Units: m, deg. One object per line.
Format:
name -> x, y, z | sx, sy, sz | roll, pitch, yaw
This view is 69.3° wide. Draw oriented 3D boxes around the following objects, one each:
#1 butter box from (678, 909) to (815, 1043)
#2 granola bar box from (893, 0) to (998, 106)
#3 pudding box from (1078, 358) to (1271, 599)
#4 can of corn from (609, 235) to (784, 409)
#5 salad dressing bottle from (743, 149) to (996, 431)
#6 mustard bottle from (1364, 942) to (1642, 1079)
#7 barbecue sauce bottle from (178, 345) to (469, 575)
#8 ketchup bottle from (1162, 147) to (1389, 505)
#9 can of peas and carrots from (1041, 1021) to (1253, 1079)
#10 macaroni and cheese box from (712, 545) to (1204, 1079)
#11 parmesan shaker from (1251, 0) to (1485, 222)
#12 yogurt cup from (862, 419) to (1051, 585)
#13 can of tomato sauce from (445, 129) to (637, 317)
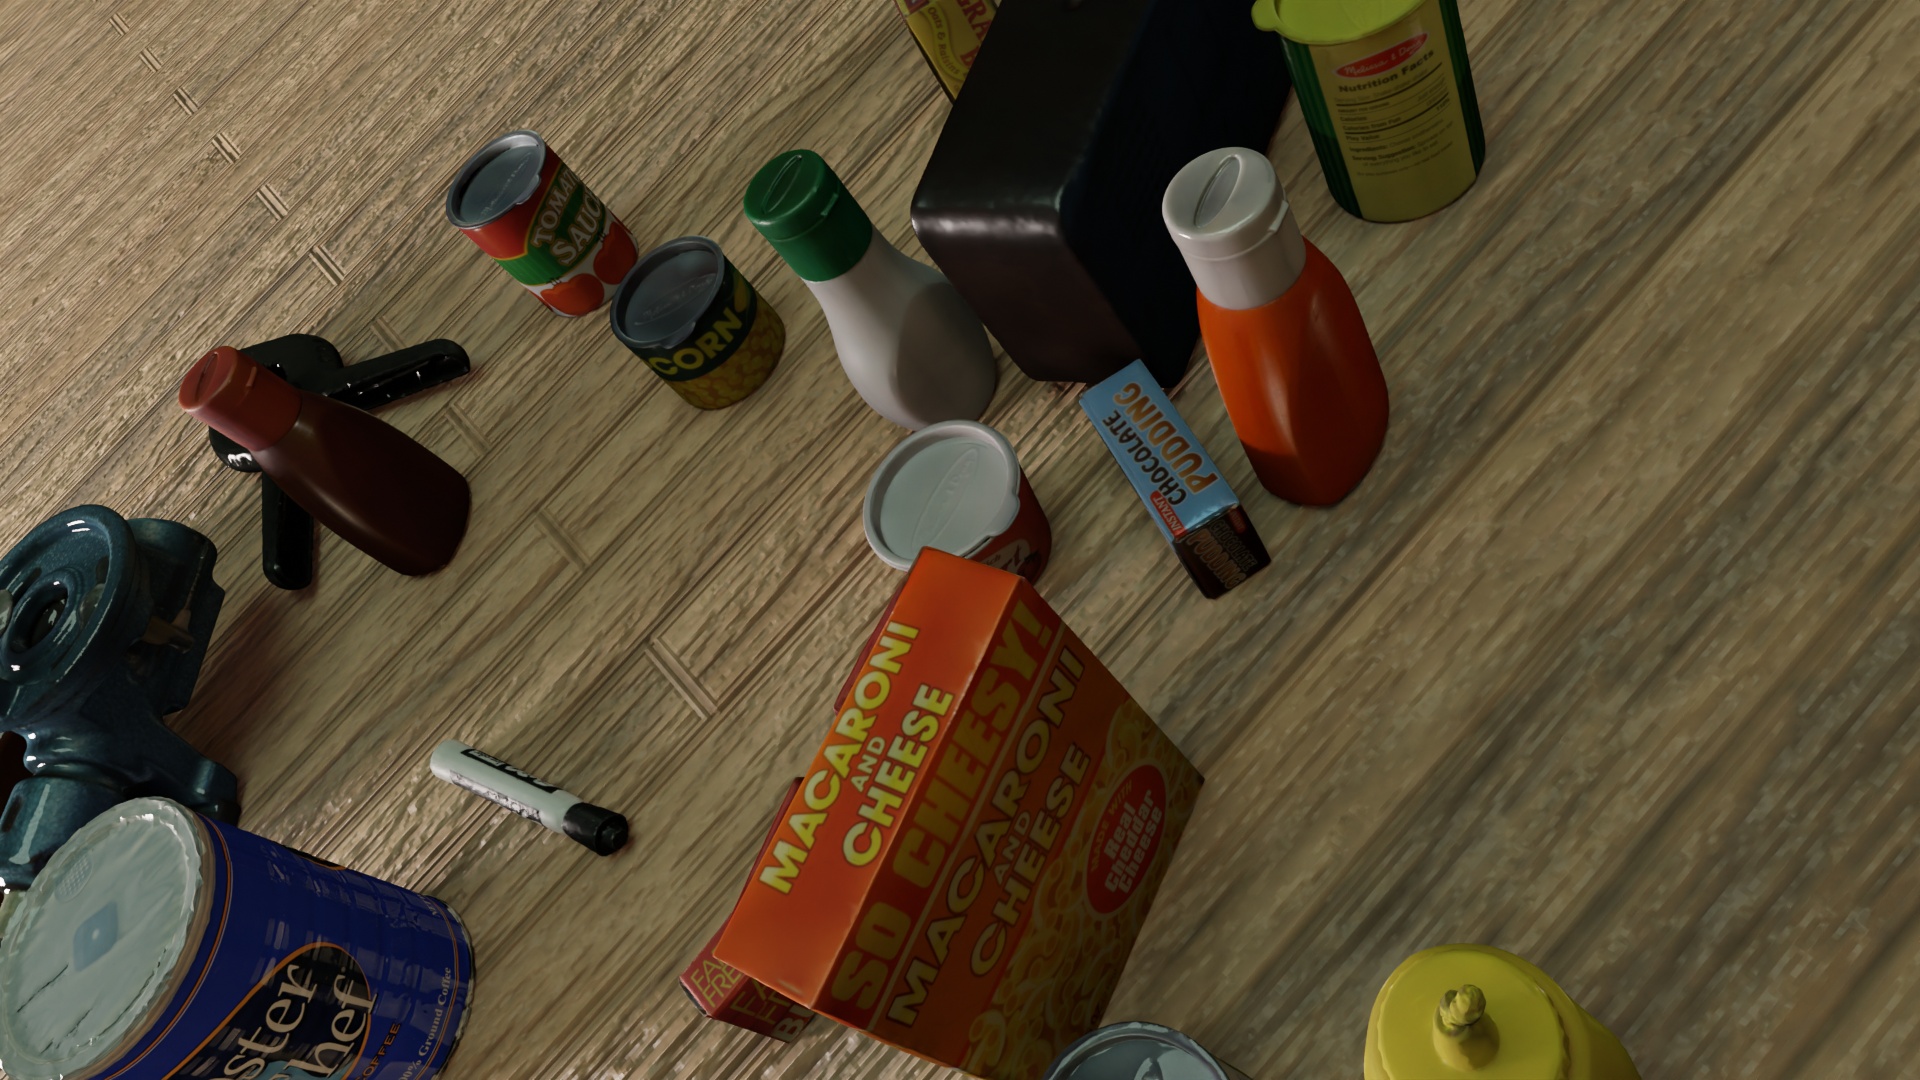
butter box -> -0.049, 0.132, 0.505 | 0.024, 0.053, 0.103 | 35, 82, 38
granola bar box -> -0.005, -0.260, 0.672 | 0.039, 0.124, 0.166 | -28, 52, 12
pudding box -> 0.081, -0.024, 0.531 | 0.030, 0.049, 0.084 | -33, 51, 8
can of corn -> -0.129, -0.105, 0.688 | 0.071, 0.058, 0.071 | -14, 56, 21
salad dressing bottle -> -0.035, -0.100, 0.577 | 0.044, 0.147, 0.064 | 17, 71, 35
mustard bottle -> 0.129, 0.130, 0.340 | 0.065, 0.160, 0.049 | 19, 72, 35
barbecue sauce bottle -> -0.312, -0.041, 0.691 | 0.043, 0.148, 0.065 | -14, 56, 21
ketchup bottle -> 0.111, -0.073, 0.480 | 0.043, 0.148, 0.065 | 17, 71, 35
can of peas and carrots -> 0.058, 0.182, 0.412 | 0.071, 0.058, 0.071 | -14, 56, 21
macaroni and cheese box -> 0.010, 0.095, 0.422 | 0.040, 0.166, 0.124 | 15, 70, 35
parmesan shaker -> 0.163, -0.182, 0.548 | 0.071, 0.103, 0.071 | -14, 56, 21
yogurt cup -> 0.002, -0.007, 0.560 | 0.072, 0.053, 0.073 | -14, 56, 21
can of tomato sauce -> -0.228, -0.173, 0.768 | 0.071, 0.083, 0.071 | -14, 56, 21
